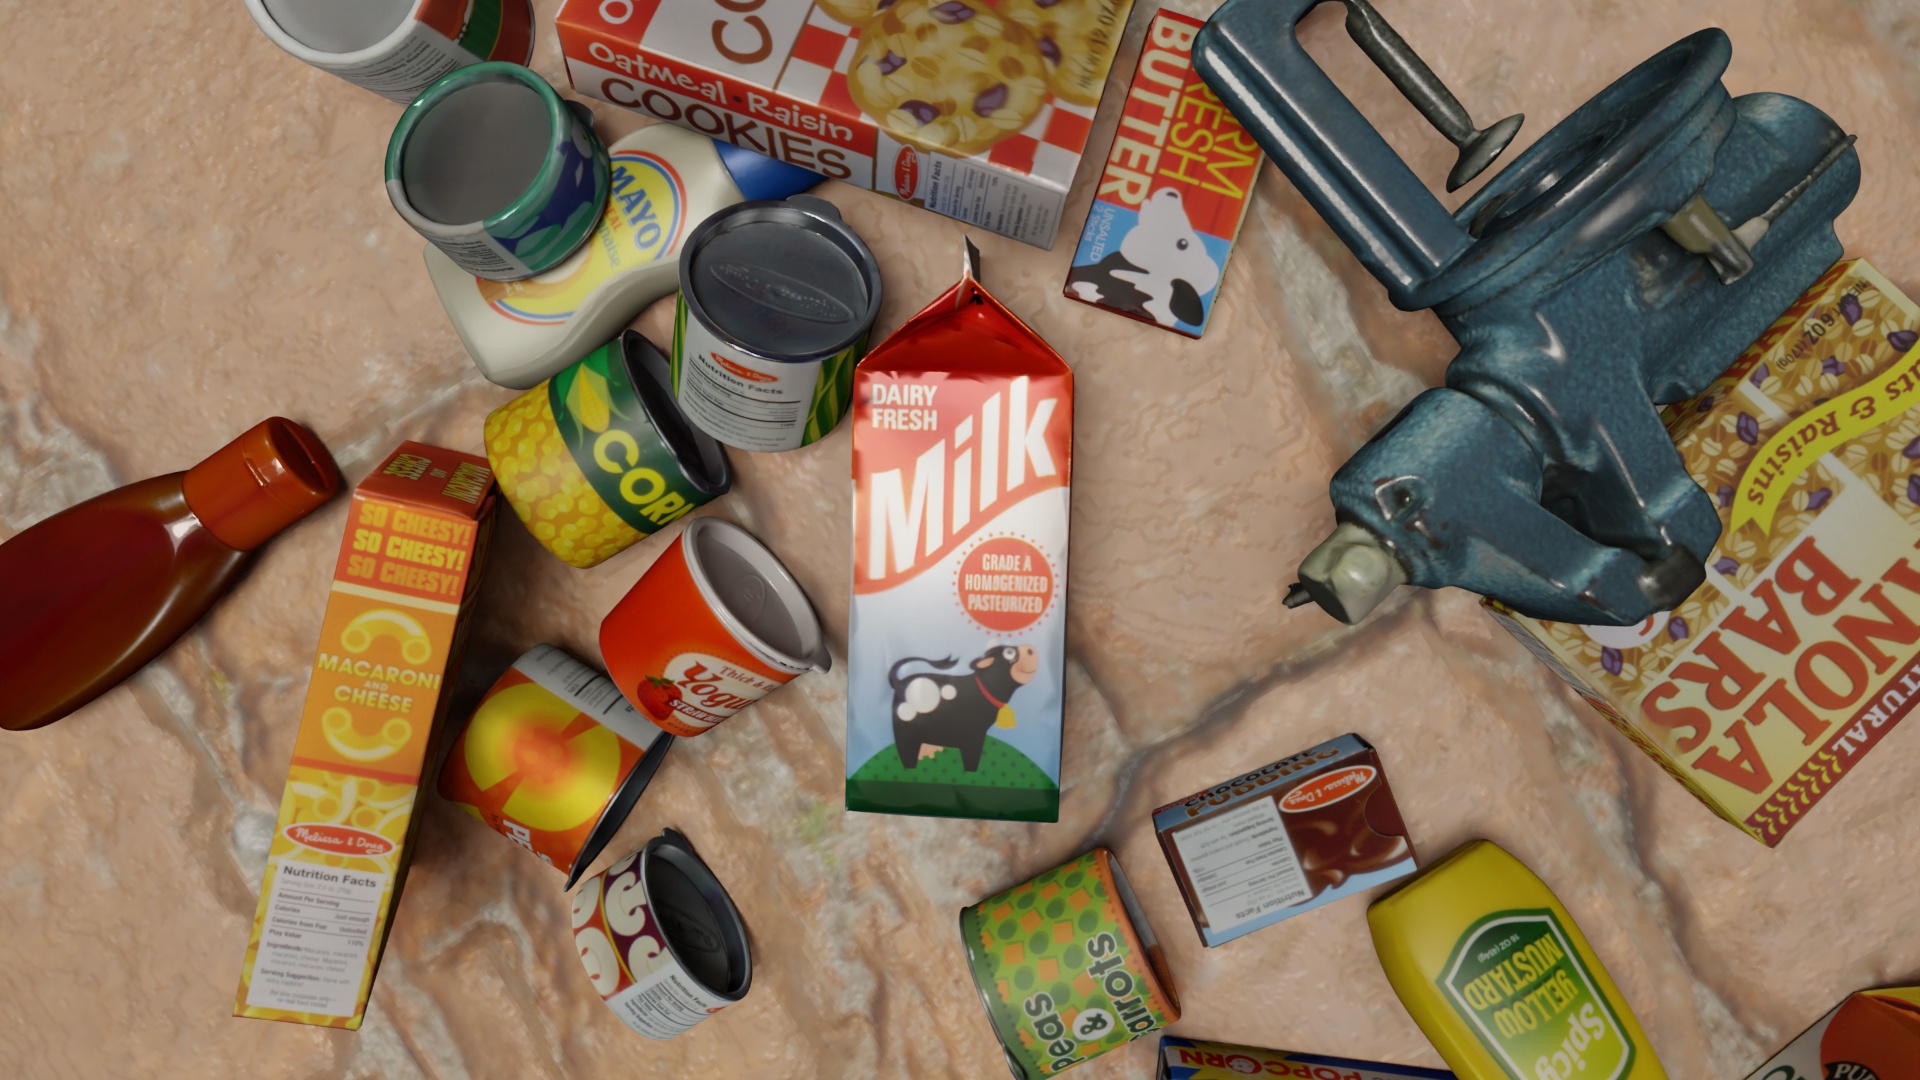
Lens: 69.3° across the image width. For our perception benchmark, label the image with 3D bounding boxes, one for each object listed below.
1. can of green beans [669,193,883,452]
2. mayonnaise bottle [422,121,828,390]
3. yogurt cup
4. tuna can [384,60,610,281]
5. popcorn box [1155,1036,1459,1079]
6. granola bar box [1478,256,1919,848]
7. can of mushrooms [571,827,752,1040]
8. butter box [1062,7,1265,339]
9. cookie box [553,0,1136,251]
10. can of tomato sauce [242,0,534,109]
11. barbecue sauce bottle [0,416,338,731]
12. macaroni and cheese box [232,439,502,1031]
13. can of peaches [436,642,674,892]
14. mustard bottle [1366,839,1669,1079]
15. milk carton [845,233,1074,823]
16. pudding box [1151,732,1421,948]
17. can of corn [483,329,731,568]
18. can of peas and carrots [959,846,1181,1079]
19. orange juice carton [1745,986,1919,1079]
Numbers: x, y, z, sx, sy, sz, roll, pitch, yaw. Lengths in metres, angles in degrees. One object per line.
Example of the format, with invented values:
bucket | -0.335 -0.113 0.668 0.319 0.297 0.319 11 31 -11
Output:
can of green beans | -0.064 -0.072 0.472 0.071 0.057 0.071 7 60 -12
mayonnaise bottle | -0.112 -0.113 0.491 0.148 0.041 0.065 -29 86 6
yogurt cup | -0.091 0.033 0.495 0.054 0.072 0.072 -39 93 14
tuna can | -0.153 -0.125 0.463 0.071 0.032 0.071 -4 73 13
popcorn box | 0.132 0.239 0.516 0.127 0.038 0.085 6 97 2
granola bar box | 0.289 0.005 0.483 0.124 0.039 0.165 42 97 -2
can of mushrooms | -0.109 0.143 0.507 0.033 0.071 0.071 -33 93 7
butter box | 0.076 -0.128 0.489 0.053 0.024 0.103 18 97 1
cookie box | -0.030 -0.179 0.458 0.167 0.040 0.123 19 69 1
can of tomato sauce | -0.191 -0.185 0.468 0.071 0.083 0.071 0 96 3
barbecue sauce bottle | -0.302 0.008 0.513 0.148 0.044 0.065 -32 94 5
macaroni and cheese box | -0.194 0.057 0.471 0.040 0.124 0.166 14 97 -17
can of peaches | -0.145 0.080 0.500 0.058 0.071 0.071 32 97 0
mustard bottle | 0.208 0.183 0.475 0.065 0.048 0.160 -32 71 -5
milk carton | 0.002 -0.006 0.481 0.073 0.072 0.190 2 96 3
pudding box | 0.118 0.110 0.507 0.084 0.030 0.049 -23 93 5
can of corn | -0.122 -0.029 0.486 0.058 0.071 0.071 -29 94 7
can of peas and carrots | 0.040 0.152 0.495 0.059 0.071 0.071 -26 94 5
orange juice carton | 0.315 0.233 0.488 0.192 0.073 0.072 -42 92 6
